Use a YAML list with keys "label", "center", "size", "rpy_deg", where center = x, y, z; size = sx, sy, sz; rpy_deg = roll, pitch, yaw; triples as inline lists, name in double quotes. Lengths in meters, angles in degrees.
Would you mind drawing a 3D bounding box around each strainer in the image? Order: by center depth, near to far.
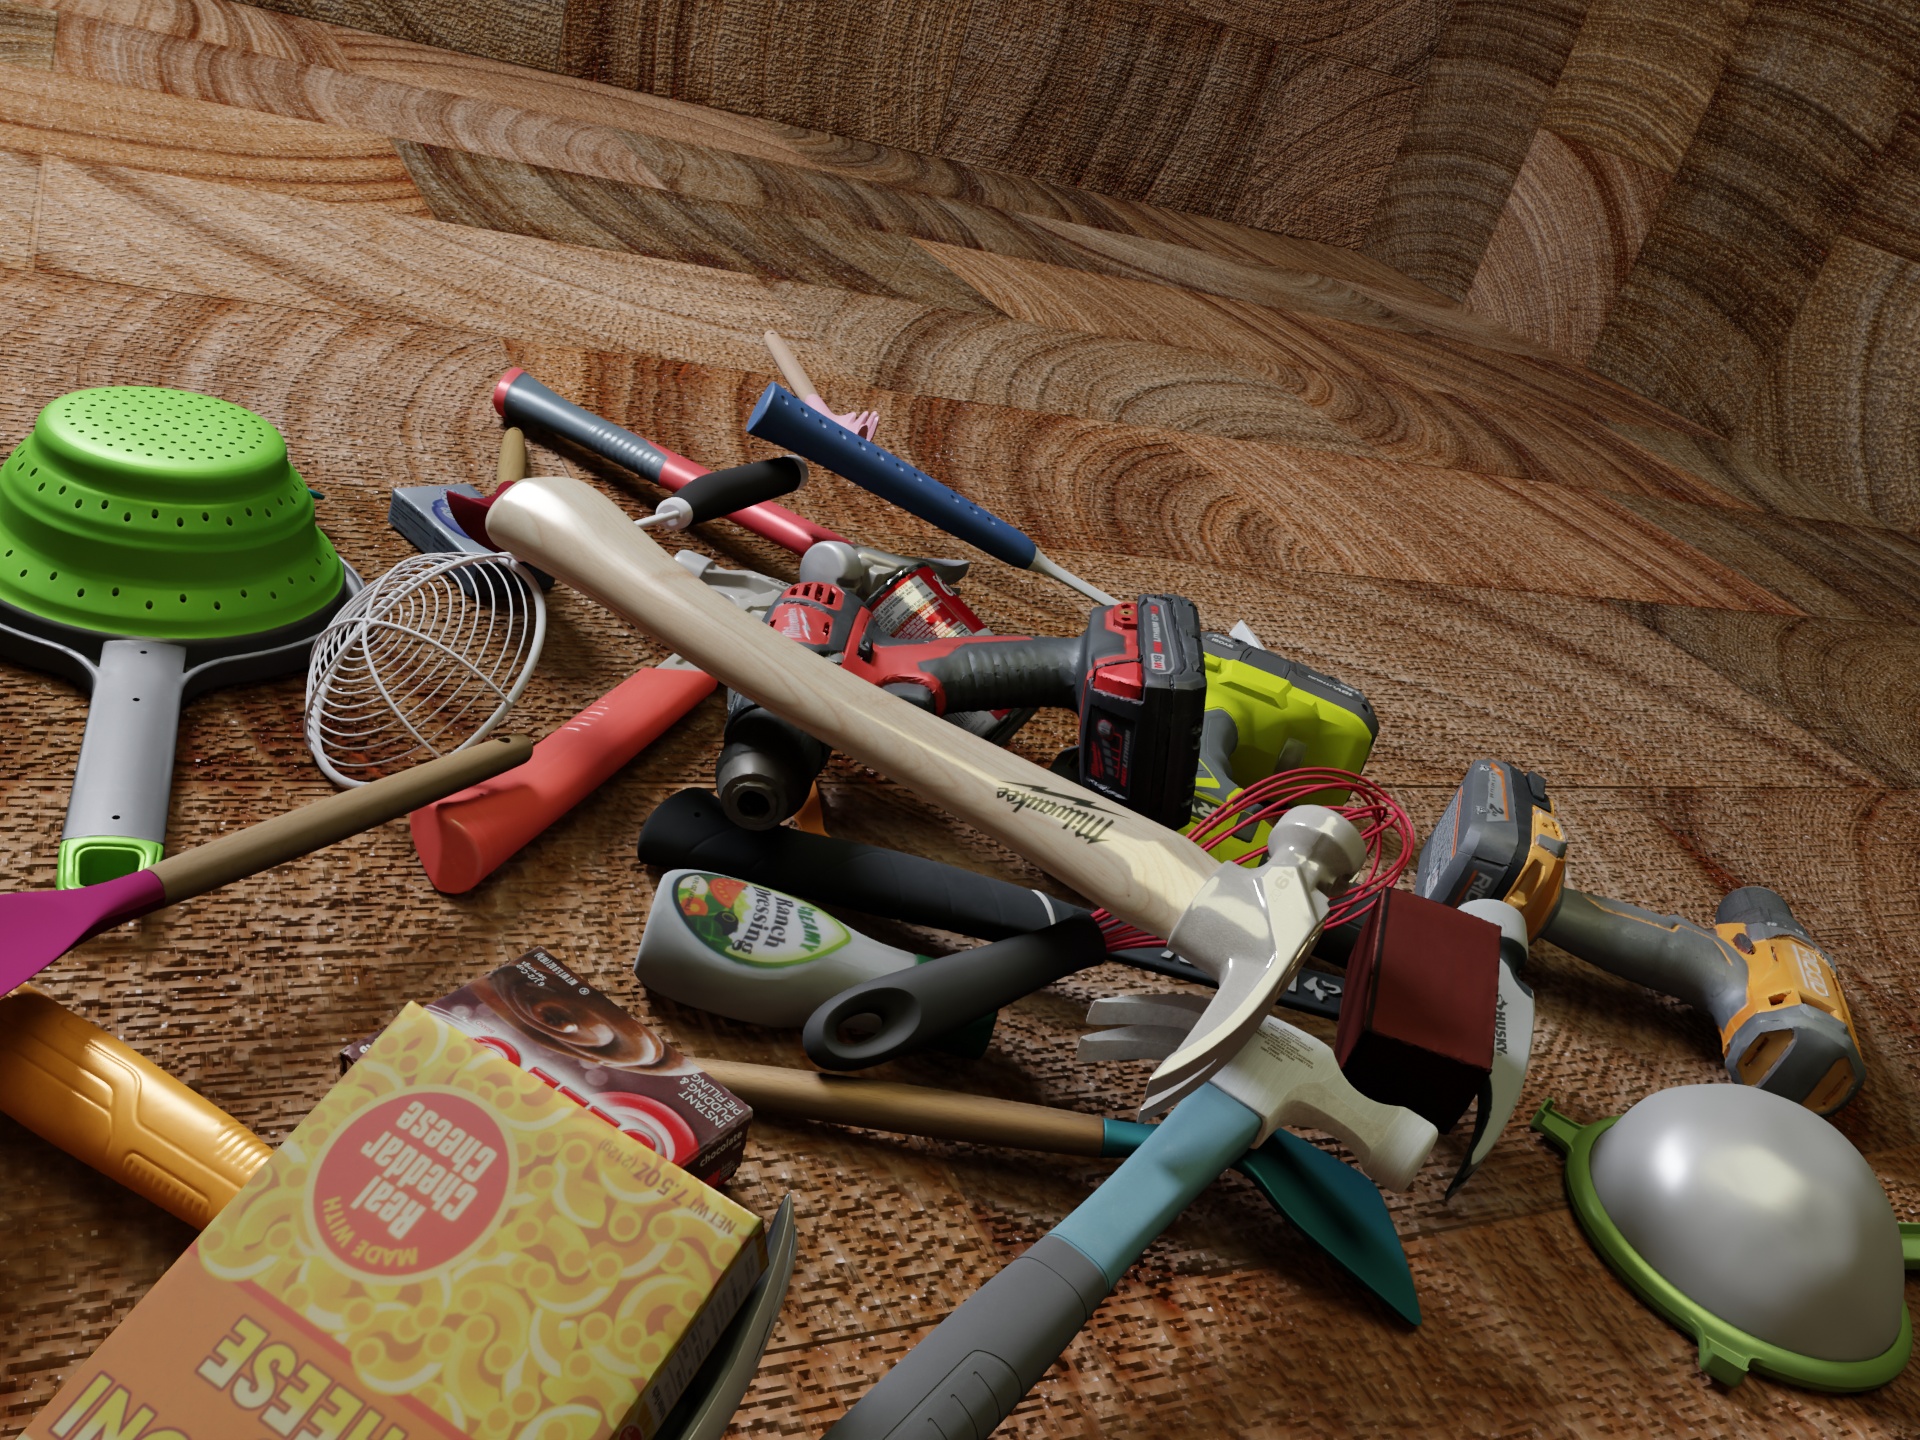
- label: "strainer"
  center: [0.396, 0.212, 0.700]
  size: [0.256, 0.069, 0.152]
  rpy_deg: [7, 28, -17]

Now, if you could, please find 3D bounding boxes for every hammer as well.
- label: "hammer"
  center: [-0.215, 0.134, 0.483]
  size: [0.337, 0.034, 0.127]
  rpy_deg: [23, 53, 17]
- label: "hammer"
  center: [0.030, 0.187, 0.517]
  size: [0.128, 0.033, 0.331]
  rpy_deg: [32, 38, 27]
- label: "hammer"
  center: [-0.048, 0.004, 0.658]
  size: [0.411, 0.038, 0.146]
  rpy_deg: [29, 52, 21]
- label: "hammer"
  center: [0.055, 0.100, 0.715]
  size: [0.409, 0.036, 0.149]
  rpy_deg: [14, 44, 3]
- label: "hammer"
  center: [-0.153, -0.005, 0.818]
  size: [0.149, 0.036, 0.359]
  rpy_deg: [22, 26, 8]
- label: "hammer"
  center: [0.051, -0.100, 1.010]
  size: [0.405, 0.035, 0.144]
  rpy_deg: [27, 21, -18]
- label: "hammer"
  center: [-0.173, -0.161, 1.074]
  size: [0.387, 0.038, 0.143]
  rpy_deg: [29, 18, 31]

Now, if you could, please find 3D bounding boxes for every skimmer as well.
- label: "skimmer"
  center: [-0.184, -0.067, 0.836]
  size: [0.127, 0.090, 0.363]
  rpy_deg: [3, 20, 29]

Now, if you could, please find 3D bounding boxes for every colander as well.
- label: "colander"
  center: [-0.372, -0.063, 0.729]
  size: [0.204, 0.094, 0.398]
  rpy_deg: [4, 29, -25]

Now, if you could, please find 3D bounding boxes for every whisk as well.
- label: "whisk"
  center: [0.070, 0.083, 0.661]
  size: [0.296, 0.073, 0.073]
  rpy_deg: [-18, 40, -24]

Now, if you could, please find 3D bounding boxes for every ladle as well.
- label: "ladle"
  center: [-0.277, -0.147, 0.976]
  size: [0.069, 0.031, 0.316]
  rpy_deg: [24, 12, -21]

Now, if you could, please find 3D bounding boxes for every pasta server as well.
- label: "pasta server"
  center: [-0.133, -0.291, 1.374]
  size: [0.060, 0.040, 0.317]
  rpy_deg: [-4, 31, -17]

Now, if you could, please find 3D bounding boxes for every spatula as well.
- label: "spatula"
  center: [0.027, 0.168, 0.616]
  size: [0.317, 0.044, 0.082]
  rpy_deg: [10, 25, -5]

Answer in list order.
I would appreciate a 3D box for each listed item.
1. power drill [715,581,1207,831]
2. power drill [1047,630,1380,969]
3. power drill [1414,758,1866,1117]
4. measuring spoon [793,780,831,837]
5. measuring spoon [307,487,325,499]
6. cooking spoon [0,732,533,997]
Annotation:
- label: "power drill"
  center: [-0.001, -0.002, 0.755]
  size: [0.226, 0.080, 0.188]
  rpy_deg: [4, 28, 3]
- label: "power drill"
  center: [0.158, 0.044, 0.872]
  size: [0.190, 0.080, 0.228]
  rpy_deg: [23, 30, 12]
- label: "power drill"
  center: [0.373, 0.107, 0.880]
  size: [0.226, 0.084, 0.185]
  rpy_deg: [27, 27, 8]
- label: "measuring spoon"
  center: [-0.083, 0.040, 0.808]
  size: [0.021, 0.011, 0.117]
  rpy_deg: [6, 25, -20]
- label: "measuring spoon"
  center: [-0.430, -0.140, 0.916]
  size: [0.128, 0.021, 0.042]
  rpy_deg: [18, -5, 2]
- label: "cooking spoon"
  center: [-0.265, 0.052, 0.565]
  size: [0.069, 0.017, 0.319]
  rpy_deg: [16, 22, 23]
